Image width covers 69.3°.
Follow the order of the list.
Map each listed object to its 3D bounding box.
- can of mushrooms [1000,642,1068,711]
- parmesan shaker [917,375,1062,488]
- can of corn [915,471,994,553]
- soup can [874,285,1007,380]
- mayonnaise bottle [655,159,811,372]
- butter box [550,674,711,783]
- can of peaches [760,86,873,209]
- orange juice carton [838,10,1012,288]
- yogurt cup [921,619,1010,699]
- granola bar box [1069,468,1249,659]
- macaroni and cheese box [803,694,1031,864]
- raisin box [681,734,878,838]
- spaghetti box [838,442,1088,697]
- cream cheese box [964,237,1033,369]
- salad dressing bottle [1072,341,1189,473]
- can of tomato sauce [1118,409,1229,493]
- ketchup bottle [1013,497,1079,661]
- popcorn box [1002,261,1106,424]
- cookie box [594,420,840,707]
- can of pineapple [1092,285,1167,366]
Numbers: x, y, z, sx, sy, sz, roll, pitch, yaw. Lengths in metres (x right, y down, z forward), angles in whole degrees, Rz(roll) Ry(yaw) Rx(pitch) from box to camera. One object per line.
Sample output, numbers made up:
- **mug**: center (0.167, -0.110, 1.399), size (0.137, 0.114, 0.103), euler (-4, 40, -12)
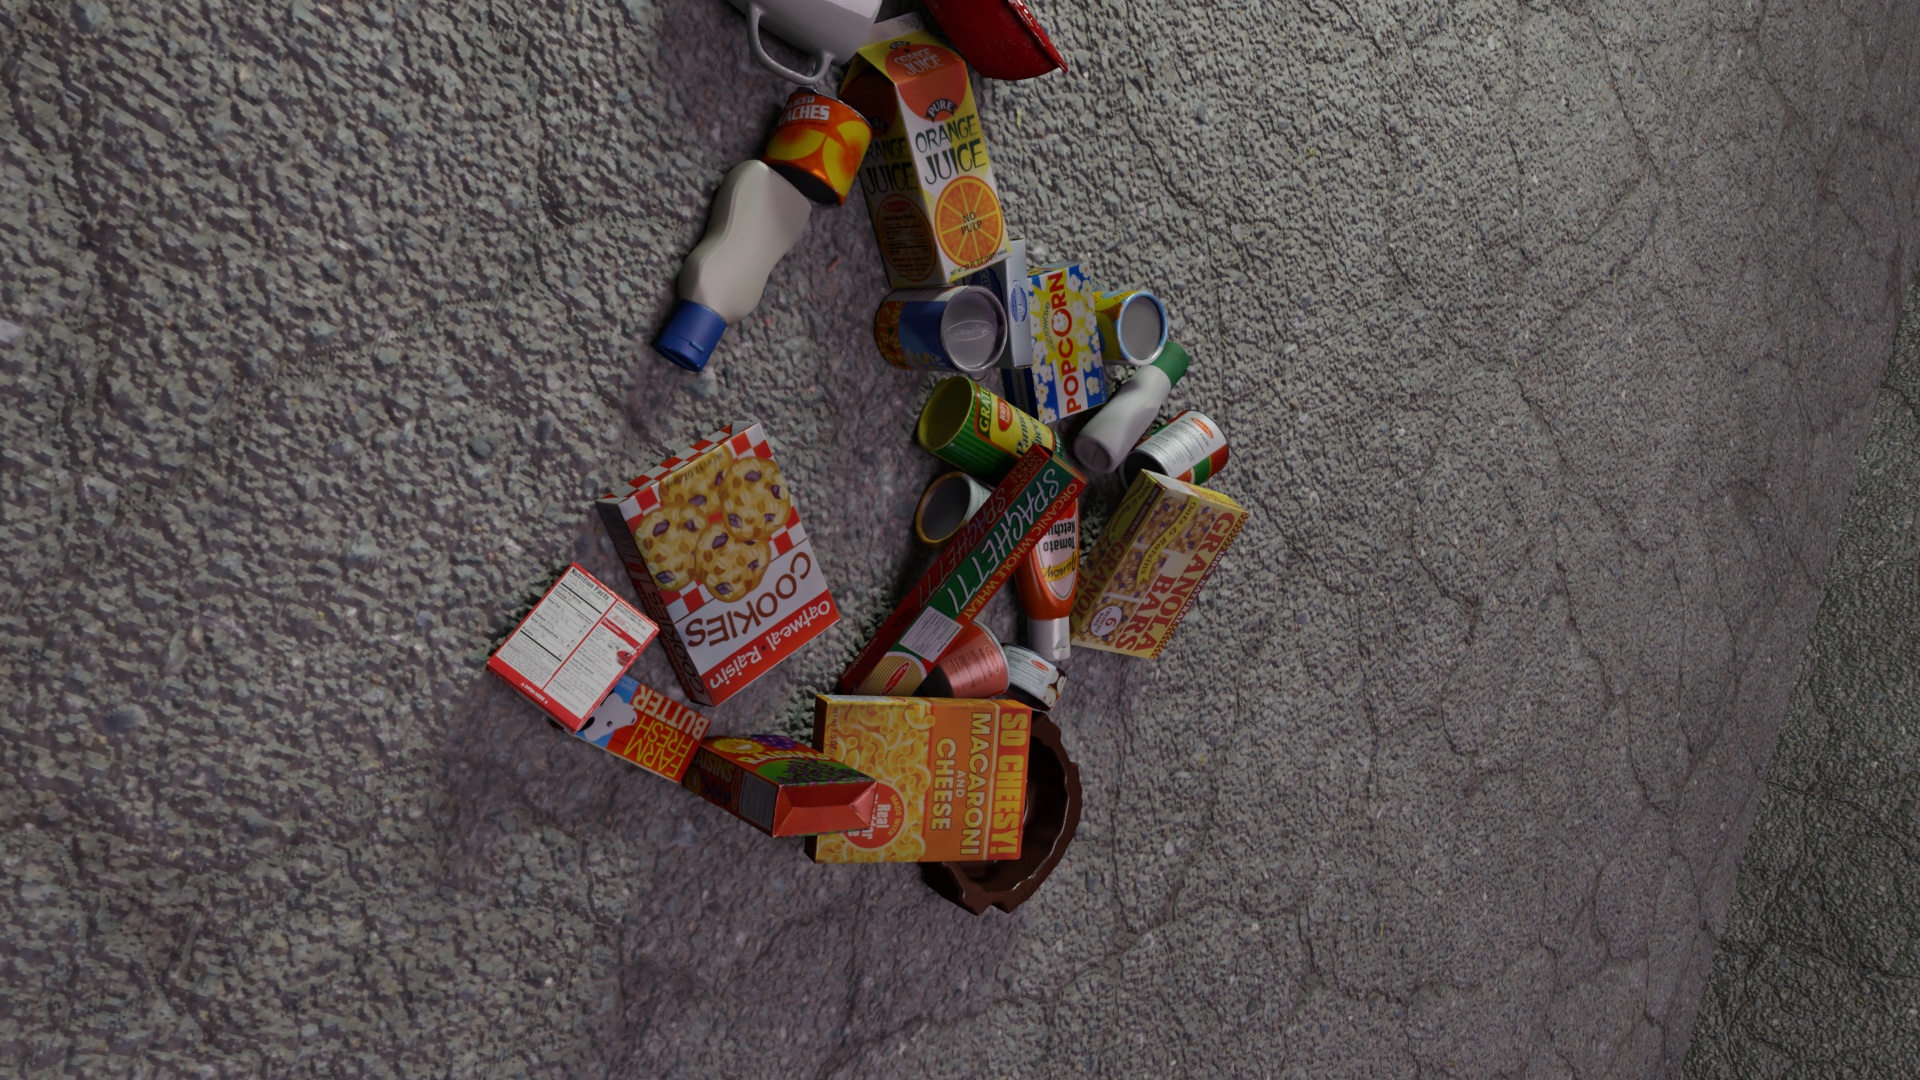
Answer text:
- **can of mushrooms**: center (0.056, 0.118, 1.188), size (0.071, 0.071, 0.033), euler (40, 70, -37)
- **parmesan shaker**: center (0.025, -0.084, 1.124), size (0.103, 0.071, 0.071), euler (27, 79, -34)
- **can of corn**: center (0.004, -0.014, 1.124), size (0.058, 0.071, 0.071), euler (29, 77, -39)
- **soup can**: center (-0.016, -0.160, 1.071), size (0.071, 0.084, 0.071), euler (-7, 101, -40)
- **mayonnaise bottle**: center (-0.162, -0.189, 0.969), size (0.064, 0.041, 0.148), euler (36, 74, -37)
- **butter box**: center (-0.228, 0.126, 0.967), size (0.103, 0.024, 0.053), euler (36, 74, -38)
- **can of peaches**: center (-0.104, -0.278, 0.988), size (0.071, 0.071, 0.058), euler (30, 78, -40)
- **orange juice carton**: center (-0.031, -0.293, 1.046), size (0.072, 0.073, 0.192), euler (-30, 114, -34)
- **yogurt cup**: center (0.000, 0.105, 1.138), size (0.054, 0.072, 0.072), euler (-25, 113, -27)
- **granola bar box**: center (0.169, 0.024, 1.246), size (0.124, 0.039, 0.165), euler (14, 114, -42)
- **macaroni and cheese box**: center (-0.032, 0.184, 1.076), size (0.167, 0.040, 0.123), euler (4, 91, -21)
- **raisin box**: center (-0.131, 0.173, 0.993), size (0.086, 0.123, 0.040), euler (4, 95, -41)
- **spaghetti box**: center (0.002, 0.032, 1.086), size (0.050, 0.029, 0.249), euler (34, 98, -39)
- **cream cheese box**: center (0.030, -0.192, 1.127), size (0.024, 0.053, 0.103), euler (-15, 106, -41)
- **salad dressing bottle**: center (0.156, -0.122, 1.249), size (0.148, 0.044, 0.064), euler (-50, 164, -31)
- **can of tomato sauce**: center (0.196, -0.072, 1.282), size (0.083, 0.071, 0.071), euler (-34, 117, -32)
- **ketchup bottle**: center (0.074, 0.028, 1.199), size (0.065, 0.043, 0.148), euler (-8, 99, -38)
- **popcorn box**: center (0.076, -0.167, 1.180), size (0.085, 0.038, 0.126), euler (-22, 110, -36)
- **cookie box**: center (-0.169, 0.017, 0.993), size (0.123, 0.040, 0.166), euler (-35, 117, -32)
- **can of pineapple**: center (0.139, -0.188, 1.220), size (0.071, 0.058, 0.071), euler (-7, 101, -40)
